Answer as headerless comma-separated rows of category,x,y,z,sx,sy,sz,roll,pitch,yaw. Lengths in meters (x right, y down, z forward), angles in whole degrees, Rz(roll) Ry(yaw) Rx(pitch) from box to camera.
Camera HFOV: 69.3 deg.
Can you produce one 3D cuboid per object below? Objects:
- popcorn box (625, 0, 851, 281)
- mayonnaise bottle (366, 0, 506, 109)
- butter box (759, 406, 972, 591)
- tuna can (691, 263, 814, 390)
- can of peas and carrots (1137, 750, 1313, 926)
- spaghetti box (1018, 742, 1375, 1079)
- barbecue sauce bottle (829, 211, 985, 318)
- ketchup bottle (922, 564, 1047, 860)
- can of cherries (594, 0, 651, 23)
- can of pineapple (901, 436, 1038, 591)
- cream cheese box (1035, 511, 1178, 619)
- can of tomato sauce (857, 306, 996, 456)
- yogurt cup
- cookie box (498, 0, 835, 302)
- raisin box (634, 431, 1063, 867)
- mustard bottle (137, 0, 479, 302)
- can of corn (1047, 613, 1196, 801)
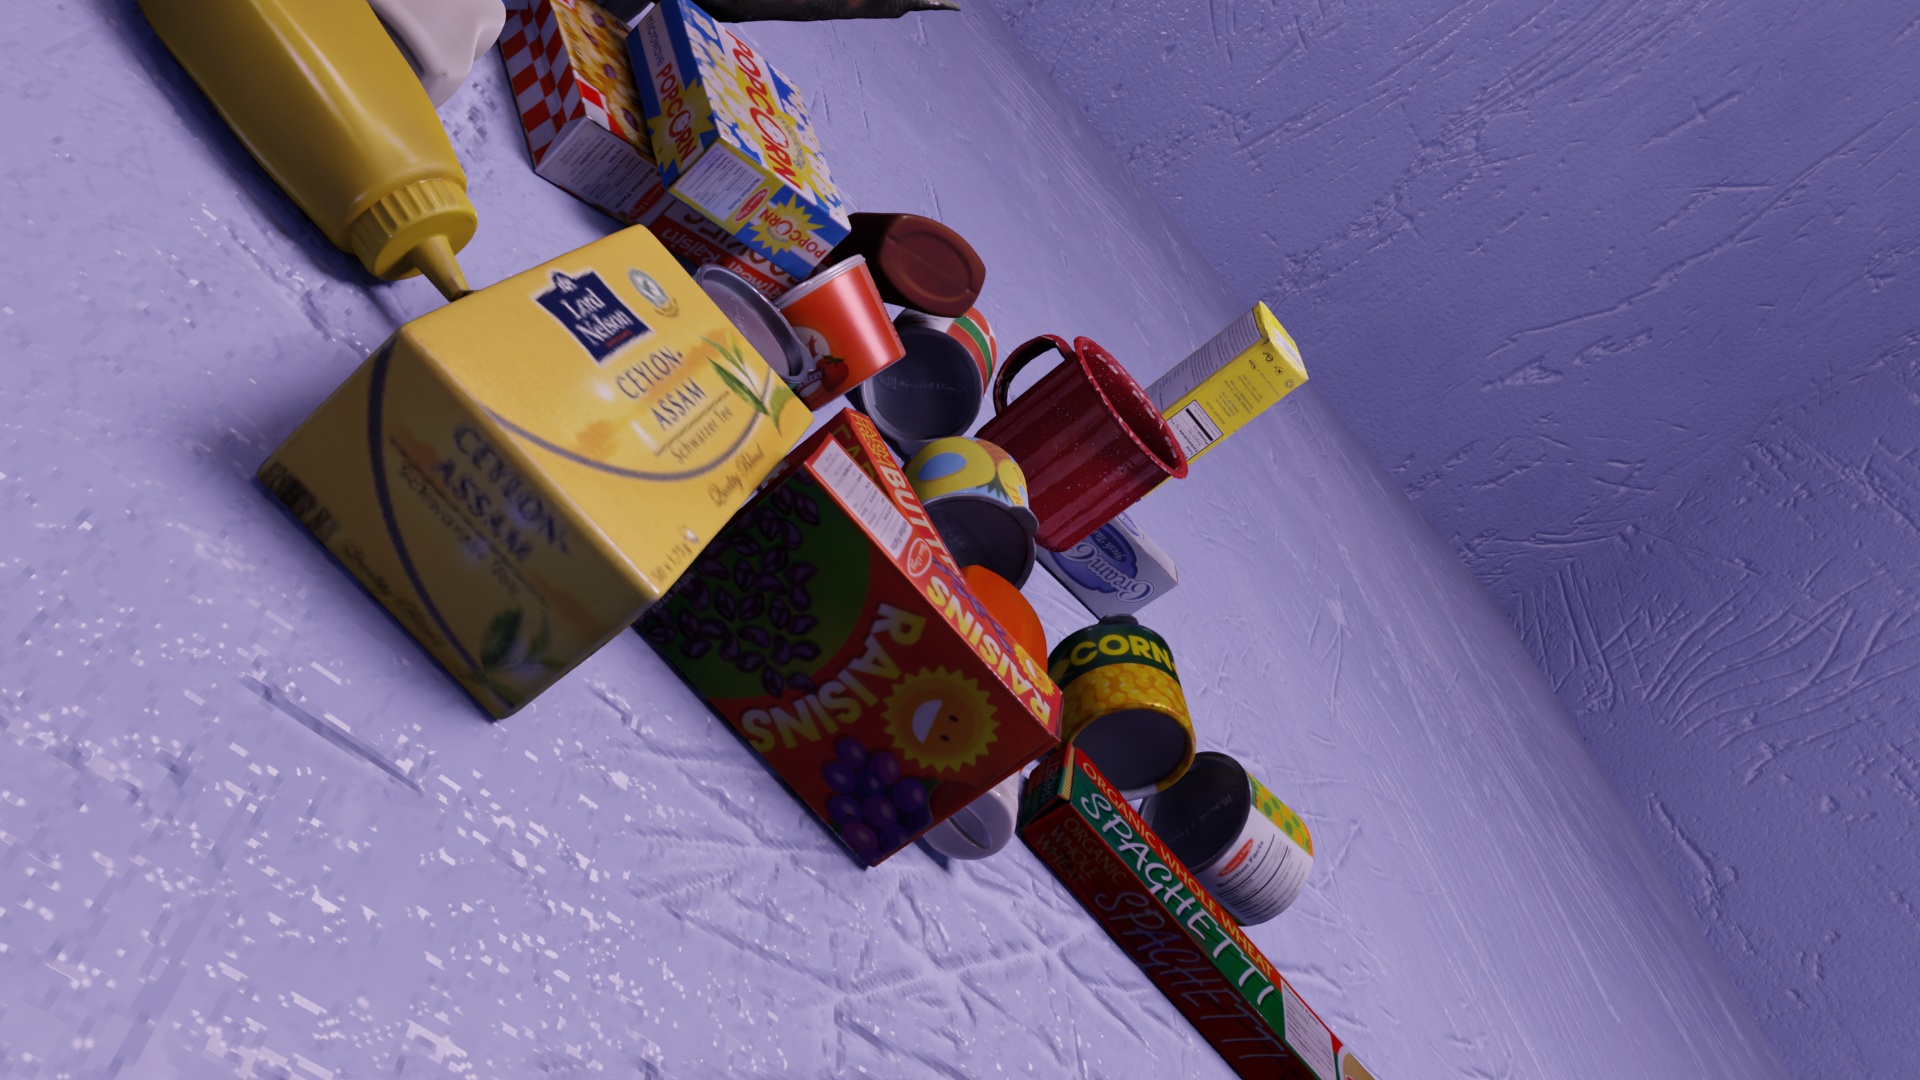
popcorn box,-0.106,-0.192,0.655,0.085,0.038,0.127,29,31,-46
mayonnaise bottle,-0.220,-0.219,0.570,0.064,0.041,0.149,45,20,-24
butter box,-0.039,0.001,0.573,0.104,0.053,0.024,60,19,20
tuna can,-0.100,-0.085,0.614,0.071,0.032,0.071,44,22,-22
can of peas and carrots,0.127,0.144,0.676,0.058,0.071,0.071,41,23,-30
spaghetti box,0.116,0.194,0.618,0.250,0.028,0.050,49,20,-10
barbecue sauce bottle,-0.044,-0.152,0.751,0.065,0.043,0.149,28,1,-29
ketchup bottle,0.008,0.069,0.572,0.064,0.043,0.149,50,20,-18
can of cherries,-0.194,-0.319,0.753,0.058,0.071,0.072,48,20,-9
can of pineapple,0.002,-0.008,0.654,0.071,0.071,0.058,43,22,-24
cream cheese box,0.077,0.002,0.821,0.103,0.053,0.024,43,24,-24
can of tomato sauce,-0.016,-0.092,0.763,0.071,0.071,0.083,48,20,-12
yogurt cup,-0.063,-0.099,0.675,0.054,0.072,0.072,58,19,-8
cookie box,-0.144,-0.194,0.692,0.167,0.040,0.123,25,34,-50
raisin box,-0.036,0.038,0.467,0.123,0.086,0.040,49,18,-10
mustard bottle,-0.202,-0.135,0.452,0.160,0.048,0.065,55,20,4
can of corn,0.076,0.080,0.664,0.071,0.071,0.058,41,23,-29
